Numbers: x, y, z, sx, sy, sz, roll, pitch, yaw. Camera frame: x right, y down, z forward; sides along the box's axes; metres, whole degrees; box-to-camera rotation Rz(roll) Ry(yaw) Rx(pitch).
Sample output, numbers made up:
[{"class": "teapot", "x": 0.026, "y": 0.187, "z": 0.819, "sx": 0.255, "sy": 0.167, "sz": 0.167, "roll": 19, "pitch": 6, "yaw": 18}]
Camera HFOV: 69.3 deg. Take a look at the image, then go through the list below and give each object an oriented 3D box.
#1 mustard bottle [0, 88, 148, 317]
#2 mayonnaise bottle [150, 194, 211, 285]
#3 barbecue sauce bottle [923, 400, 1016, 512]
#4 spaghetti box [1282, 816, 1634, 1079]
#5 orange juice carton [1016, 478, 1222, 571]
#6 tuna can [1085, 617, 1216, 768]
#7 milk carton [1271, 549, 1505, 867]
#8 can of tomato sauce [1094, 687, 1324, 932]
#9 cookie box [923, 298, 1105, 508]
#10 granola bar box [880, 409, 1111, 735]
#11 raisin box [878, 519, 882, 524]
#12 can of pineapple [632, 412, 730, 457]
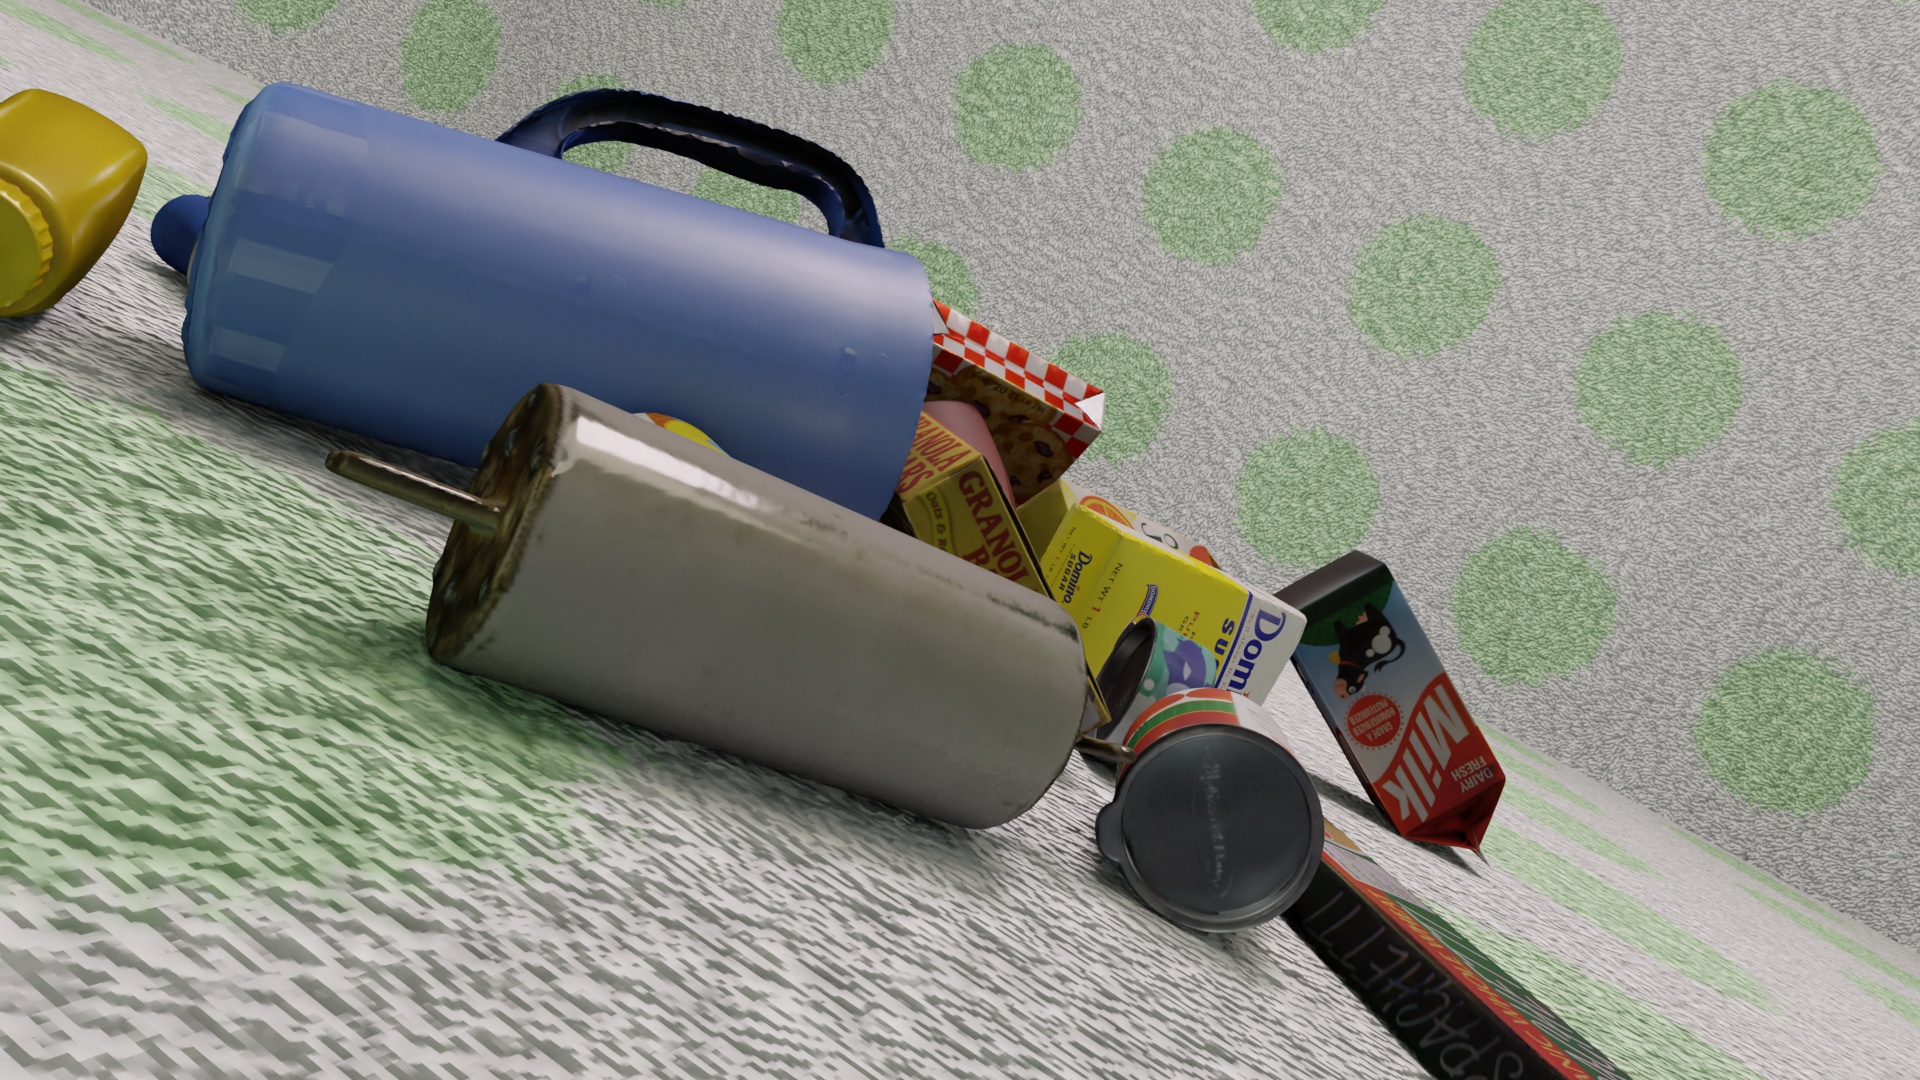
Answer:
[{"class": "mustard bottle", "x": -0.296, "y": -0.102, "z": 0.432, "sx": 0.049, "sy": 0.065, "sz": 0.160, "roll": 29, "pitch": 8, "yaw": -28}, {"class": "mayonnaise bottle", "x": -0.293, "y": -0.108, "z": 0.596, "sx": 0.148, "sy": 0.041, "sz": 0.065, "roll": 30, "pitch": 5, "yaw": 28}, {"class": "barbecue sauce bottle", "x": 0.003, "y": -0.009, "z": 0.753, "sx": 0.065, "sy": 0.043, "sz": 0.149, "roll": -9, "pitch": 54, "yaw": -19}, {"class": "spaghetti box", "x": 0.157, "y": 0.146, "z": 0.475, "sx": 0.050, "sy": 0.028, "sz": 0.250, "roll": 25, "pitch": 7, "yaw": -20}, {"class": "orange juice carton", "x": 0.100, "y": 0.036, "z": 0.824, "sx": 0.192, "sy": 0.071, "sz": 0.073, "roll": 21, "pitch": 43, "yaw": -45}, {"class": "tuna can", "x": 0.082, "y": 0.068, "z": 0.611, "sx": 0.033, "sy": 0.071, "sz": 0.071, "roll": 28, "pitch": 6, "yaw": -7}, {"class": "milk carton", "x": 0.264, "y": 0.107, "z": 0.845, "sx": 0.190, "sy": 0.073, "sz": 0.072, "roll": 60, "pitch": 5, "yaw": -4}, {"class": "can of tomato sauce", "x": 0.084, "y": 0.089, "z": 0.476, "sx": 0.071, "sy": 0.071, "sz": 0.083, "roll": 28, "pitch": 5, "yaw": 6}, {"class": "cookie box", "x": -0.008, "y": -0.055, "z": 0.858, "sx": 0.123, "sy": 0.166, "sz": 0.040, "roll": 26, "pitch": 44, "yaw": -17}, {"class": "granola bar box", "x": 0.000, "y": 0.008, "z": 0.601, "sx": 0.124, "sy": 0.039, "sz": 0.166, "roll": 64, "pitch": -6, "yaw": -19}, {"class": "raisin box", "x": -0.088, "y": -0.024, "z": 0.780, "sx": 0.086, "sy": 0.040, "sz": 0.123, "roll": 24, "pitch": 6, "yaw": -21}, {"class": "can of pineapple", "x": -0.096, "y": -0.002, "z": 0.452, "sx": 0.071, "sy": 0.071, "sz": 0.058, "roll": 24, "pitch": 7, "yaw": -33}]
